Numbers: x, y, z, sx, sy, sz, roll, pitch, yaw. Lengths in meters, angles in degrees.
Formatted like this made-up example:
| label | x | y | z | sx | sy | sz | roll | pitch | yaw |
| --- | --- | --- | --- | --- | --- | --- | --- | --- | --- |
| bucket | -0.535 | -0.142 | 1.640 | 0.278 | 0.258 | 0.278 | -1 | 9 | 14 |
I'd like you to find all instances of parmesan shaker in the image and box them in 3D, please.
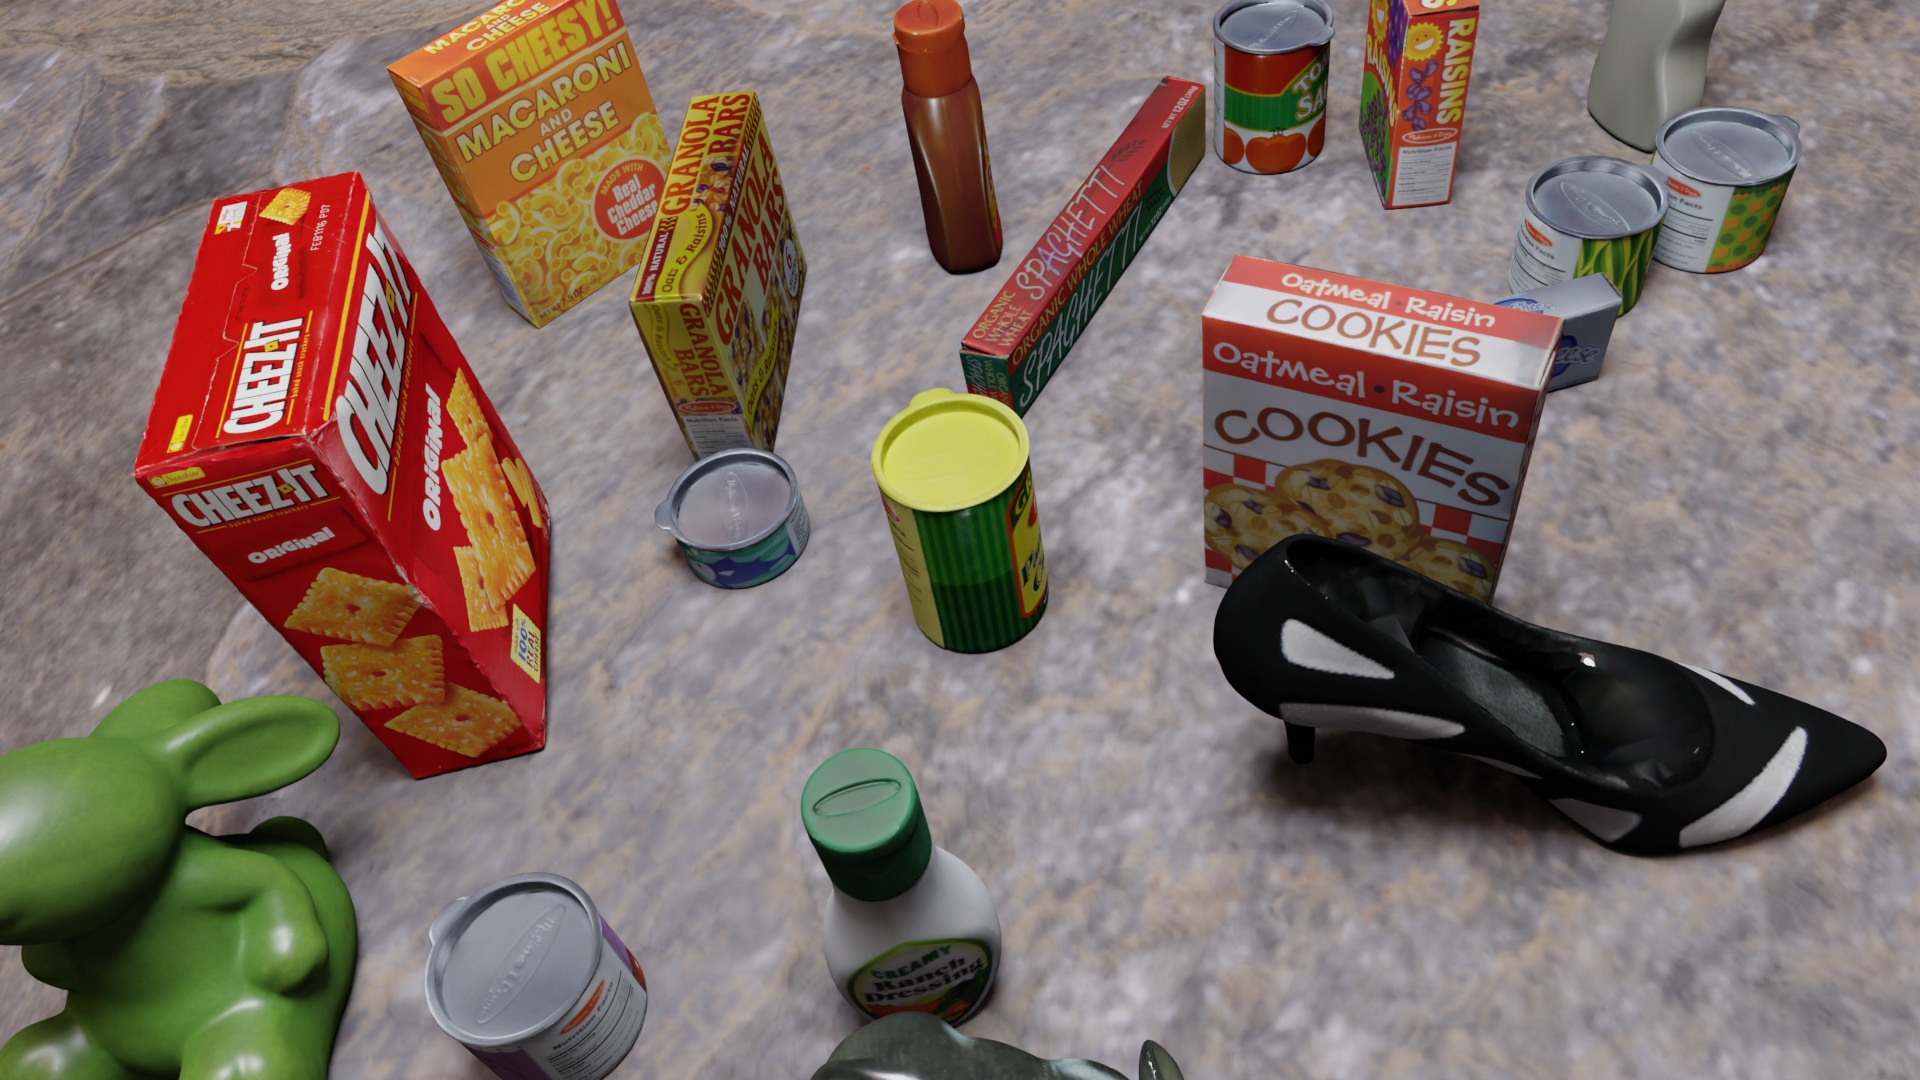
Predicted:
| label | x | y | z | sx | sy | sz | roll | pitch | yaw |
| --- | --- | --- | --- | --- | --- | --- | --- | --- | --- |
| parmesan shaker | 0.002 | -0.008 | 0.615 | 0.071 | 0.102 | 0.072 | -5 | 50 | 6 |

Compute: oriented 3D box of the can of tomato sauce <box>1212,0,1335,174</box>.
| label | x | y | z | sx | sy | sz | roll | pitch | yaw |
| --- | --- | --- | --- | --- | --- | --- | --- | --- | --- |
| can of tomato sauce | 0.183 | -0.266 | 0.810 | 0.071 | 0.082 | 0.071 | -5 | 50 | 6 |

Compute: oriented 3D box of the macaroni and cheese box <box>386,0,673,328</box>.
| label | x | y | z | sx | sy | sz | roll | pitch | yaw |
| --- | --- | --- | --- | --- | --- | --- | --- | --- | --- |
| macaroni and cheese box | -0.232 | -0.222 | 0.794 | 0.040 | 0.165 | 0.124 | 34 | 64 | 32 |

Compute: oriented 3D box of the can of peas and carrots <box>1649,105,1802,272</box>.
| label | x | y | z | sx | sy | sz | roll | pitch | yaw |
| --- | --- | --- | --- | --- | --- | --- | --- | --- | --- |
| can of peas and carrots | 0.391 | -0.182 | 0.718 | 0.071 | 0.058 | 0.071 | -5 | 50 | 6 |

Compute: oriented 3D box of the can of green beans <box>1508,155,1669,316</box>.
| label | x | y | z | sx | sy | sz | roll | pitch | yaw |
| --- | --- | --- | --- | --- | --- | --- | --- | --- | --- |
| can of green beans | 0.318 | -0.153 | 0.708 | 0.071 | 0.057 | 0.071 | -5 | 50 | 6 |

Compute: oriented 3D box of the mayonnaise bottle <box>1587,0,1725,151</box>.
| label | x | y | z | sx | sy | sz | roll | pitch | yaw |
| --- | --- | --- | --- | --- | --- | --- | --- | --- | --- |
| mayonnaise bottle | 0.381 | -0.287 | 0.749 | 0.041 | 0.147 | 0.065 | -22 | 50 | -8 |

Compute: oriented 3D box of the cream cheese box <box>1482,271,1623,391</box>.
| label | x | y | z | sx | sy | sz | roll | pitch | yaw |
| --- | --- | --- | --- | --- | --- | --- | --- | --- | --- |
| cream cheese box | 0.261 | -0.091 | 0.670 | 0.104 | 0.053 | 0.024 | -14 | 50 | -2 |

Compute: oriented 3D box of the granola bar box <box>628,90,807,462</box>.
| label | x | y | z | sx | sy | sz | roll | pitch | yaw |
| --- | --- | --- | --- | --- | --- | --- | --- | --- | --- |
| granola bar box | -0.122 | -0.135 | 0.729 | 0.039 | 0.123 | 0.166 | -3 | 50 | 8 |

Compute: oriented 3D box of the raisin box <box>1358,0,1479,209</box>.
| label | x | y | z | sx | sy | sz | roll | pitch | yaw |
| --- | --- | --- | --- | --- | --- | --- | --- | --- | --- |
| raisin box | 0.251 | -0.258 | 0.765 | 0.040 | 0.122 | 0.086 | -5 | 50 | 7 |

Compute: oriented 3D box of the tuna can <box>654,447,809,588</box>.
| label | x | y | z | sx | sy | sz | roll | pitch | yaw |
| --- | --- | --- | --- | --- | --- | --- | --- | --- | --- |
| tuna can | -0.111 | -0.010 | 0.684 | 0.071 | 0.032 | 0.071 | -5 | 50 | 6 |

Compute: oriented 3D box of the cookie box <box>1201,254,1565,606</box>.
| label | x | y | z | sx | sy | sz | roll | pitch | yaw |
| --- | --- | --- | --- | --- | --- | --- | --- | --- | --- |
| cookie box | 0.162 | -0.031 | 0.563 | 0.123 | 0.166 | 0.040 | 17 | 56 | 22 |

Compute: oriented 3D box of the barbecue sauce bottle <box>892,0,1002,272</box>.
| label | x | y | z | sx | sy | sz | roll | pitch | yaw |
| --- | --- | --- | --- | --- | --- | --- | --- | --- | --- |
| barbecue sauce bottle | -0.007 | -0.223 | 0.765 | 0.044 | 0.147 | 0.065 | -13 | 50 | 0 |

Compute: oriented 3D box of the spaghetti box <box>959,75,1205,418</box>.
| label | x | y | z | sx | sy | sz | roll | pitch | yaw |
| --- | --- | --- | --- | --- | --- | --- | --- | --- | --- |
| spaghetti box | 0.074 | -0.166 | 0.768 | 0.029 | 0.050 | 0.251 | 19 | 57 | 24 |

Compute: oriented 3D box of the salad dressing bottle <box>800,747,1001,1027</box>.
| label | x | y | z | sx | sy | sz | roll | pitch | yaw |
| --- | --- | --- | --- | --- | --- | --- | --- | --- | --- |
| salad dressing bottle | -0.022 | 0.124 | 0.482 | 0.064 | 0.147 | 0.044 | -16 | 50 | -2 |

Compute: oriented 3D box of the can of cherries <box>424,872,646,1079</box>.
| label | x | y | z | sx | sy | sz | roll | pitch | yaw |
| --- | --- | --- | --- | --- | --- | --- | --- | --- | --- |
| can of cherries | -0.161 | 0.168 | 0.529 | 0.071 | 0.058 | 0.072 | -5 | 50 | 6 |
